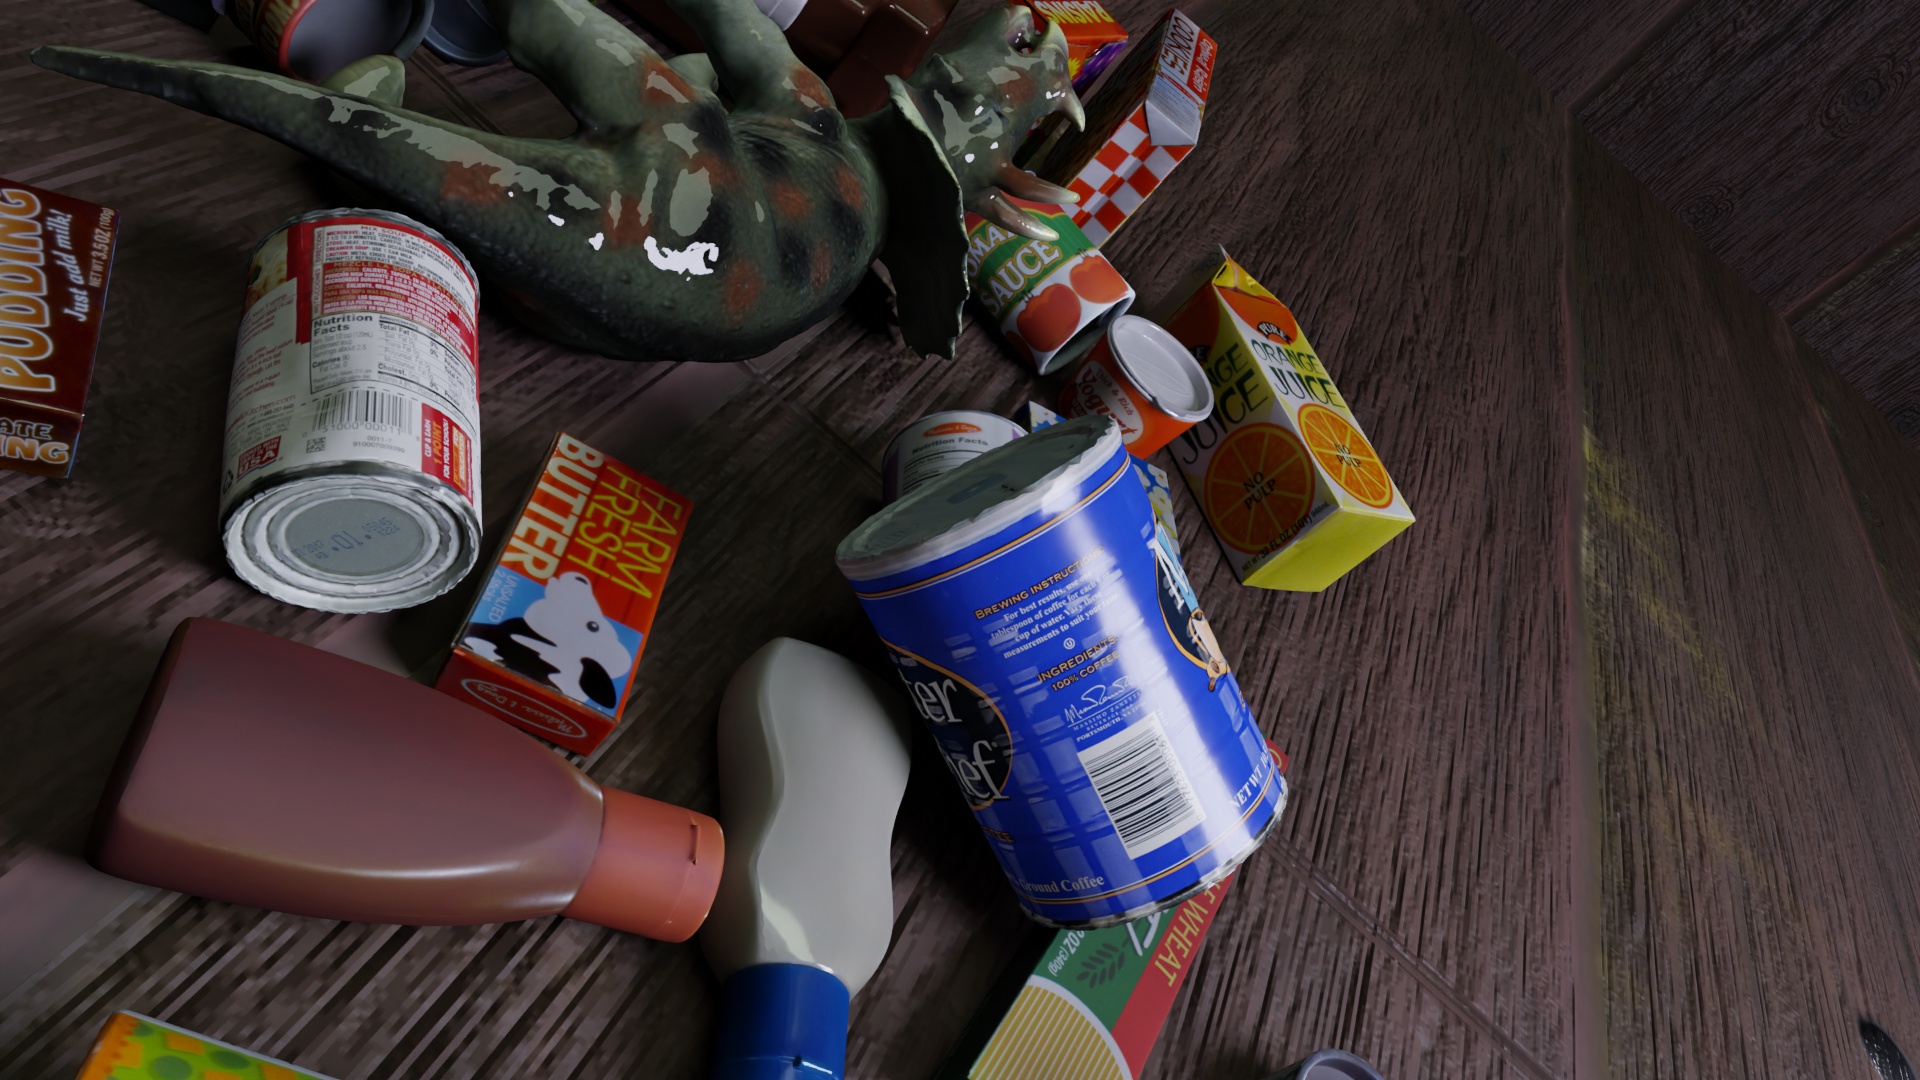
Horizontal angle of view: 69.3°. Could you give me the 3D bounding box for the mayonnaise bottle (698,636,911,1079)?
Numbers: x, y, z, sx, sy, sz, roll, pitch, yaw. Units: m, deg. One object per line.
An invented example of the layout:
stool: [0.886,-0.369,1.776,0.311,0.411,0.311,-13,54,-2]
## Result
mayonnaise bottle: [-0.049,0.101,0.418,0.064,0.041,0.149,32,38,-26]

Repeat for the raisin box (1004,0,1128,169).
raisin box: [0.025,-0.237,0.753,0.040,0.123,0.086,49,35,6]

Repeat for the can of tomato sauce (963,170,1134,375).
can of tomato sauce: [0.038,-0.136,0.714,0.083,0.071,0.071,50,36,6]

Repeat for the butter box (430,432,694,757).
butter box: [-0.124,0.014,0.444,0.053,0.024,0.104,30,38,-19]

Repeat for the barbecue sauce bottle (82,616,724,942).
barbecue sauce bottle: [-0.135,0.071,0.361,0.148,0.043,0.065,23,41,-28]

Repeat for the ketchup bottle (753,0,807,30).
ketchup bottle: [-0.133,-0.284,0.616,0.149,0.043,0.065,29,31,-24]

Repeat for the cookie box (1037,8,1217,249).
cookie box: [0.088,-0.228,0.806,0.040,0.122,0.168,37,37,-13]

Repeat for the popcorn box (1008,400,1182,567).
popcorn box: [0.055,0.006,0.614,0.085,0.038,0.127,25,40,-25]

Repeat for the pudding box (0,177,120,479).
pudding box: [-0.263,-0.061,0.376,0.050,0.030,0.084,13,46,-35]

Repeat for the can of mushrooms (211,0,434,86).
can of mushrooms: [-0.233,-0.197,0.511,0.033,0.070,0.071,49,36,4]

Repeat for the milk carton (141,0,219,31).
milk carton: [-0.292,-0.289,0.537,0.073,0.072,0.191,23,41,-27]

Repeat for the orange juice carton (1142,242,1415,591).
orange juice carton: [0.159,-0.071,0.764,0.073,0.071,0.193,6,51,-42]

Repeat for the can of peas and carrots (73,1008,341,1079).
can of peas and carrots: [-0.150,0.133,0.264,0.058,0.070,0.071,29,39,-20]

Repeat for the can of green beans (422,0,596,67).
can of green beans: [-0.196,-0.240,0.588,0.071,0.071,0.058,41,35,-6]

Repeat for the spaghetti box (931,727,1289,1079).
spaghetti box: [0.065,0.132,0.509,0.050,0.028,0.251,47,36,1]

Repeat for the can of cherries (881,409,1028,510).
can of cherries: [0.002,-0.007,0.555,0.071,0.071,0.059,25,41,-26]

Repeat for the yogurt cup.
yogurt cup: [0.087,-0.073,0.710,0.072,0.053,0.073,26,40,-24]

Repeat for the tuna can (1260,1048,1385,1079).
tuna can: [0.130,0.218,0.483,0.071,0.032,0.071,26,40,-24]
